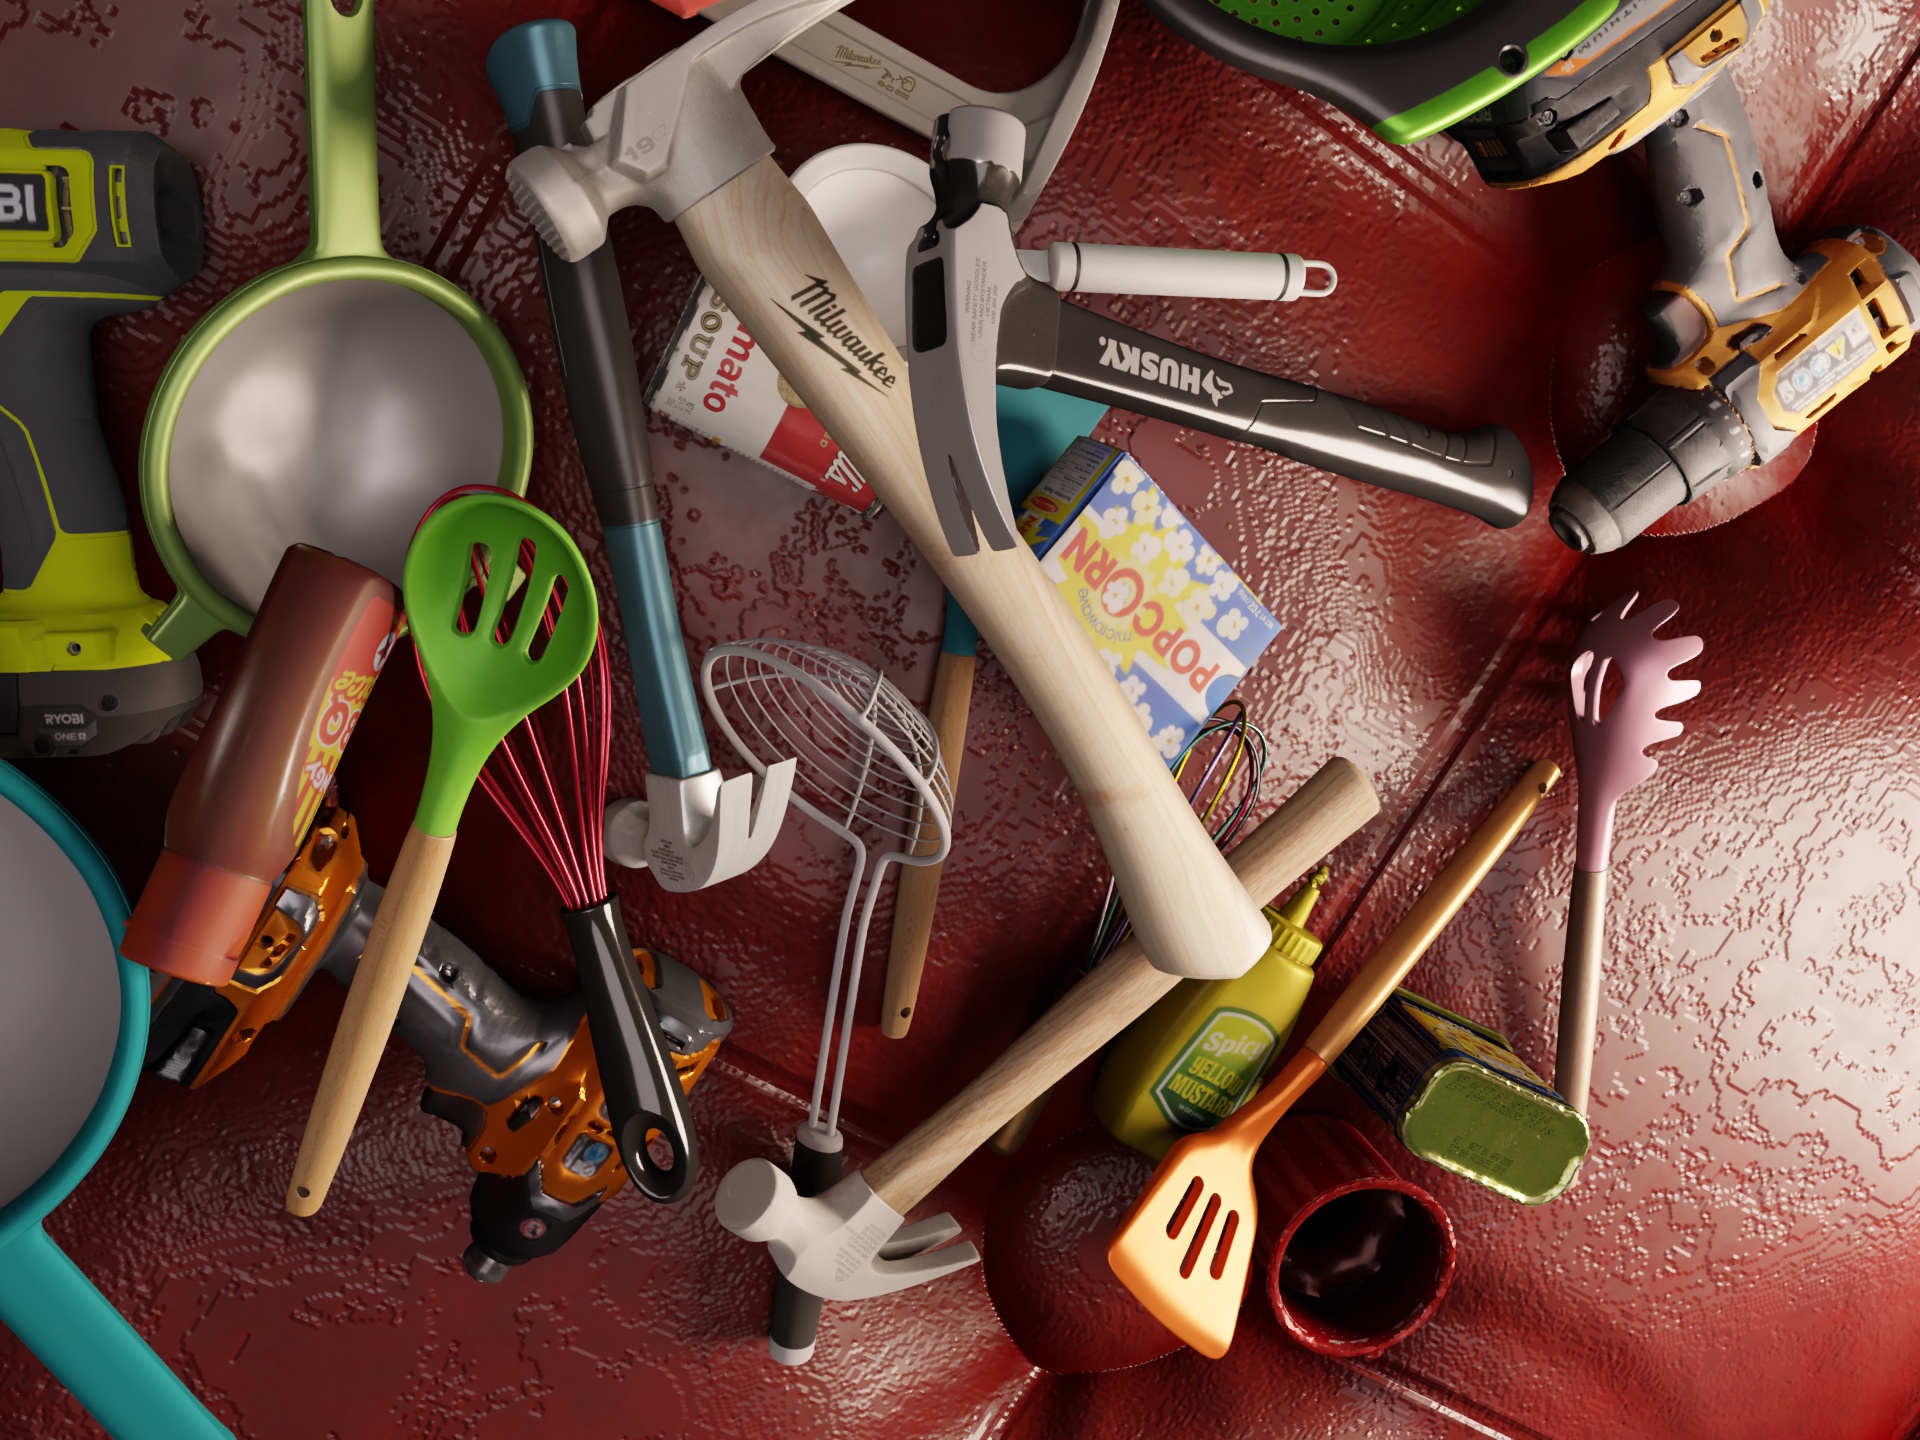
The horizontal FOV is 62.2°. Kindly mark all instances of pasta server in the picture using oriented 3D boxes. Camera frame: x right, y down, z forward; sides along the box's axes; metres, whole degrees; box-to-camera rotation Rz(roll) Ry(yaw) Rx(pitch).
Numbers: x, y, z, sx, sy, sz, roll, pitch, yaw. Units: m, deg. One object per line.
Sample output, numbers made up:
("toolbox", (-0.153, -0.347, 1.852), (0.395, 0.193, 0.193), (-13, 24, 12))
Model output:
("pasta server", (0.313, 0.094, 0.780), (0.040, 0.060, 0.316), (-14, 113, -26))

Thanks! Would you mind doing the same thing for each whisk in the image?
("whisk", (-0.151, 0.053, 0.621), (0.073, 0.073, 0.295), (-15, 100, -7))
("whisk", (0.073, 0.098, 0.740), (0.051, 0.047, 0.245), (15, 108, -43))

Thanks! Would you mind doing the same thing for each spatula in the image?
("spatula", (-0.001, -0.002, 0.697), (0.082, 0.044, 0.317), (1, 106, -33))
("spatula", (0.184, 0.139, 0.732), (0.081, 0.041, 0.322), (46, 78, -16))

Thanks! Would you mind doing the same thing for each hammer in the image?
("hammer", (0.120, -0.117, 0.628), (0.334, 0.035, 0.146), (7, 85, -37))
("hammer", (-0.131, -0.090, 0.613), (0.033, 0.128, 0.331), (-20, 108, -36))
("hammer", (0.015, -0.067, 0.603), (0.146, 0.038, 0.410), (-39, 110, -10))
("hammer", (-0.117, -0.305, 0.605), (0.359, 0.037, 0.149), (24, 98, -16))
("hammer", (0.054, 0.135, 0.703), (0.331, 0.031, 0.129), (-40, 133, -3))

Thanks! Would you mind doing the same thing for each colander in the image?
("colander", (0.085, -0.388, 0.605), (0.204, 0.094, 0.397), (-33, 89, -6))

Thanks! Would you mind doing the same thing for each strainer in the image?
("strainer", (-0.236, -0.153, 0.578), (0.151, 0.069, 0.256), (-18, 124, -45))
("strainer", (-0.366, 0.141, 0.574), (0.211, 0.095, 0.340), (-32, 111, -11))
("strainer", (0.032, -0.177, 0.627), (0.258, 0.050, 0.087), (-2, 86, -15))

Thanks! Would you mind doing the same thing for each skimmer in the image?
("skimmer", (-0.074, 0.138, 0.694), (0.090, 0.127, 0.363), (-13, 118, -51))

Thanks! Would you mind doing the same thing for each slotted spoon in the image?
("slotted spoon", (-0.203, 0.059, 0.586), (0.070, 0.031, 0.313), (24, 109, -2))

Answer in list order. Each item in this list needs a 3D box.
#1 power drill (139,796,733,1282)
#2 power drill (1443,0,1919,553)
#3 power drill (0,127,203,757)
("power drill", (-0.233, 0.139, 0.672), (0.226, 0.084, 0.164), (32, 97, -20))
("power drill", (0.297, -0.199, 0.689), (0.185, 0.084, 0.226), (-40, 112, 2))
("power drill", (-0.371, -0.102, 0.589), (0.171, 0.080, 0.223), (-1, 101, -6))
